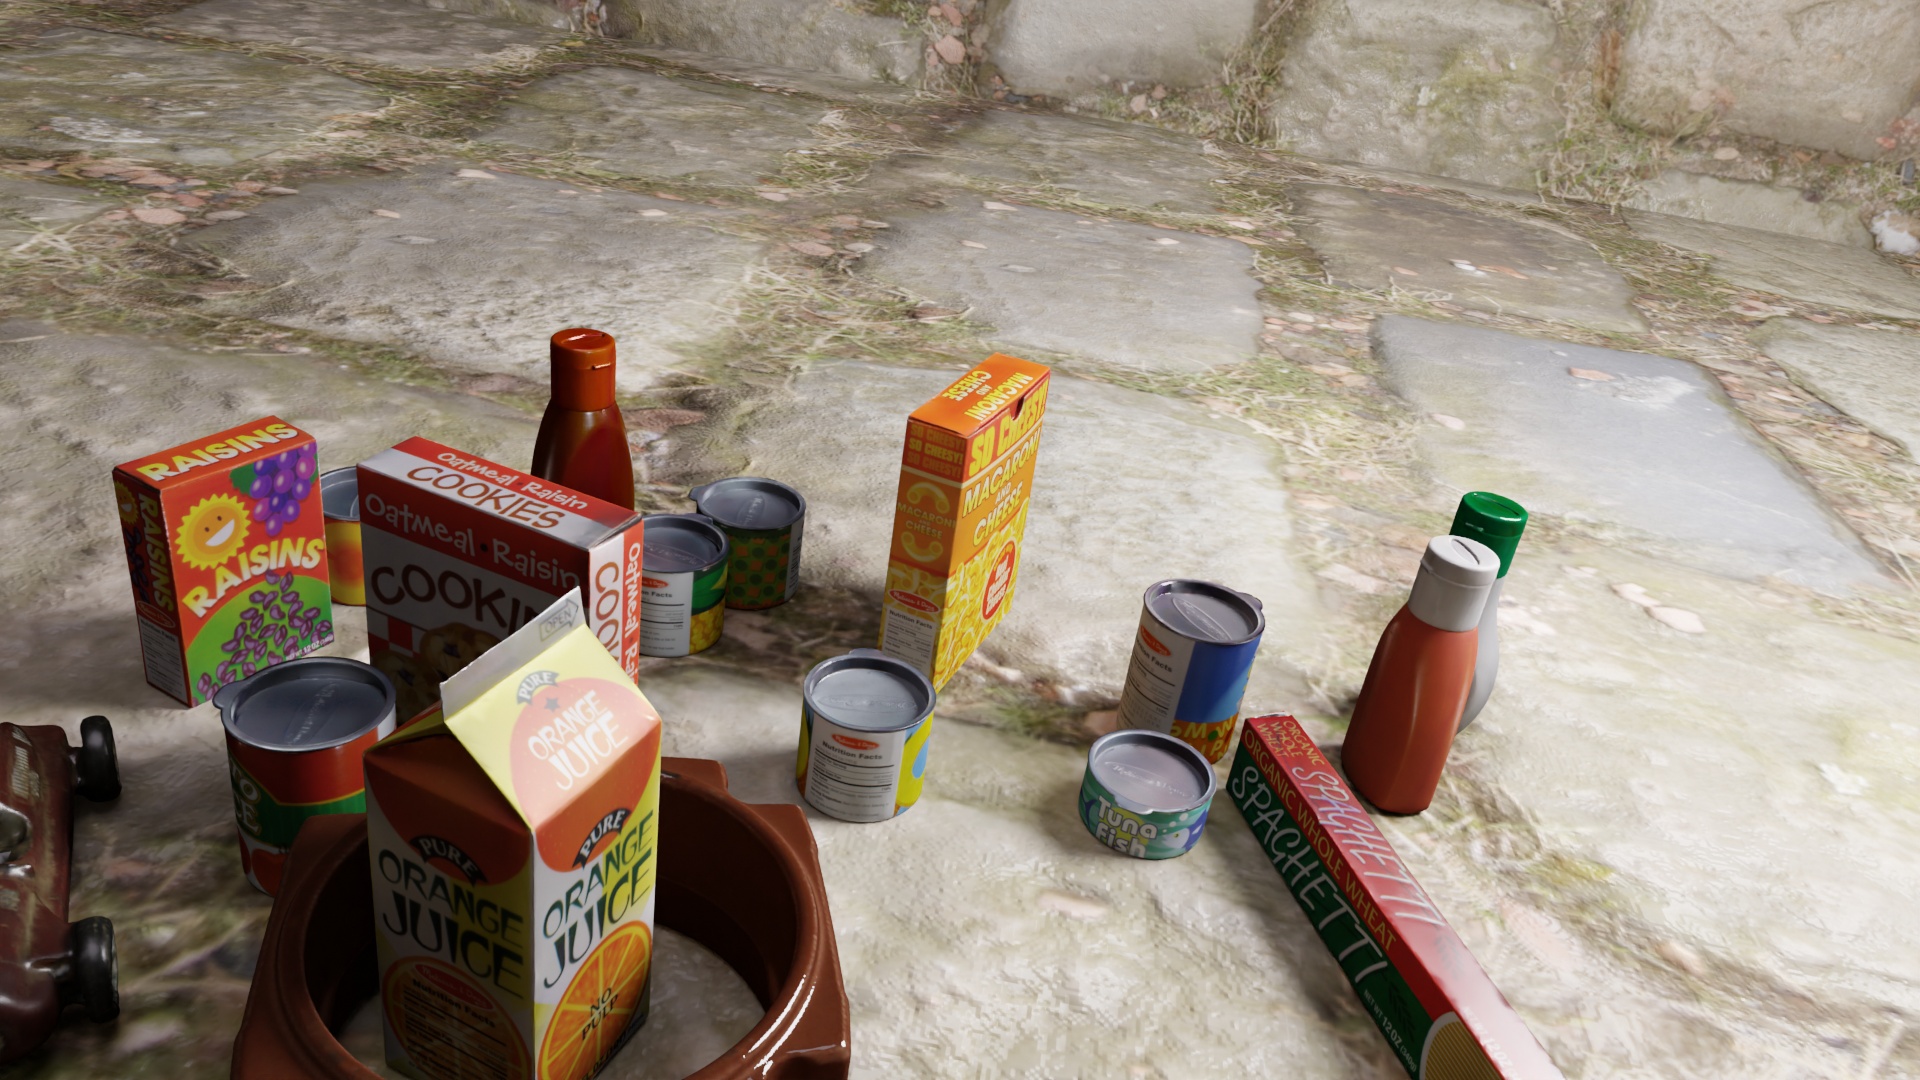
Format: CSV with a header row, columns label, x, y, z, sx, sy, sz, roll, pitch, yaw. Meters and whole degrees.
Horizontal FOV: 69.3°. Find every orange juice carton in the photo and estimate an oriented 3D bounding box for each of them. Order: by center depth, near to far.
label,x,y,z,sx,sy,sz,roll,pitch,yaw
orange juice carton,-0.158,0.113,0.497,0.073,0.191,0.072,19,30,18

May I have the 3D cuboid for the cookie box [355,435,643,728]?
label,x,y,z,sx,sy,sz,roll,pitch,yaw
cookie box,-0.207,0.049,0.627,0.123,0.166,0.040,18,29,17

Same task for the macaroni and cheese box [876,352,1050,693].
label,x,y,z,sx,sy,sz,roll,pitch,yaw
macaroni and cheese box,0.003,-0.010,0.796,0.040,0.165,0.124,18,30,17

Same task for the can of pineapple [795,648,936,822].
label,x,y,z,sx,sy,sz,roll,pitch,yaw
can of pineapple,-0.048,0.098,0.698,0.071,0.057,0.071,7,28,-4

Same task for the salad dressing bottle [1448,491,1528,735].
label,x,y,z,sx,sy,sz,roll,pitch,yaw
salad dressing bottle,0.285,0.044,0.798,0.044,0.147,0.064,-17,37,-39

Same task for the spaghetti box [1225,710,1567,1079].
label,x,y,z,sx,sy,sz,roll,pitch,yaw
spaghetti box,0.189,0.172,0.639,0.029,0.050,0.251,0,30,-17

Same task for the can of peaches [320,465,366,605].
label,x,y,z,sx,sy,sz,roll,pitch,yaw
can of peaches,-0.338,-0.003,0.798,0.071,0.057,0.071,7,28,-4

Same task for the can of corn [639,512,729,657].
label,x,y,z,sx,sy,sz,roll,pitch,yaw
can of corn,-0.166,0.024,0.797,0.071,0.058,0.071,7,28,-4

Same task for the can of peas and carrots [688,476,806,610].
label,x,y,z,sx,sy,sz,roll,pitch,yaw
can of peas and carrots,-0.132,0.001,0.850,0.071,0.058,0.071,7,28,-4

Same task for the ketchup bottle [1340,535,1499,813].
label,x,y,z,sx,sy,sz,roll,pitch,yaw
ketchup bottle,0.245,0.070,0.739,0.043,0.148,0.065,3,29,-11

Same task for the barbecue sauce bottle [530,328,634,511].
label,x,y,z,sx,sy,sz,roll,pitch,yaw
barbecue sauce bottle,-0.224,-0.050,0.823,0.044,0.147,0.065,29,34,33

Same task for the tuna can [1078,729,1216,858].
label,x,y,z,sx,sy,sz,roll,pitch,yaw
tuna can,0.094,0.130,0.706,0.071,0.032,0.071,7,28,-4

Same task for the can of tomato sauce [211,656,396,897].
label,x,y,z,sx,sy,sz,roll,pitch,yaw
can of tomato sauce,-0.278,0.102,0.596,0.071,0.082,0.071,7,28,-4

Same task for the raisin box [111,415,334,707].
label,x,y,z,sx,sy,sz,roll,pitch,yaw
raisin box,-0.367,0.009,0.699,0.040,0.122,0.086,22,31,23

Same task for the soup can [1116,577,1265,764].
label,x,y,z,sx,sy,sz,roll,pitch,yaw
soup can,0.128,0.072,0.768,0.071,0.083,0.072,7,28,-4
